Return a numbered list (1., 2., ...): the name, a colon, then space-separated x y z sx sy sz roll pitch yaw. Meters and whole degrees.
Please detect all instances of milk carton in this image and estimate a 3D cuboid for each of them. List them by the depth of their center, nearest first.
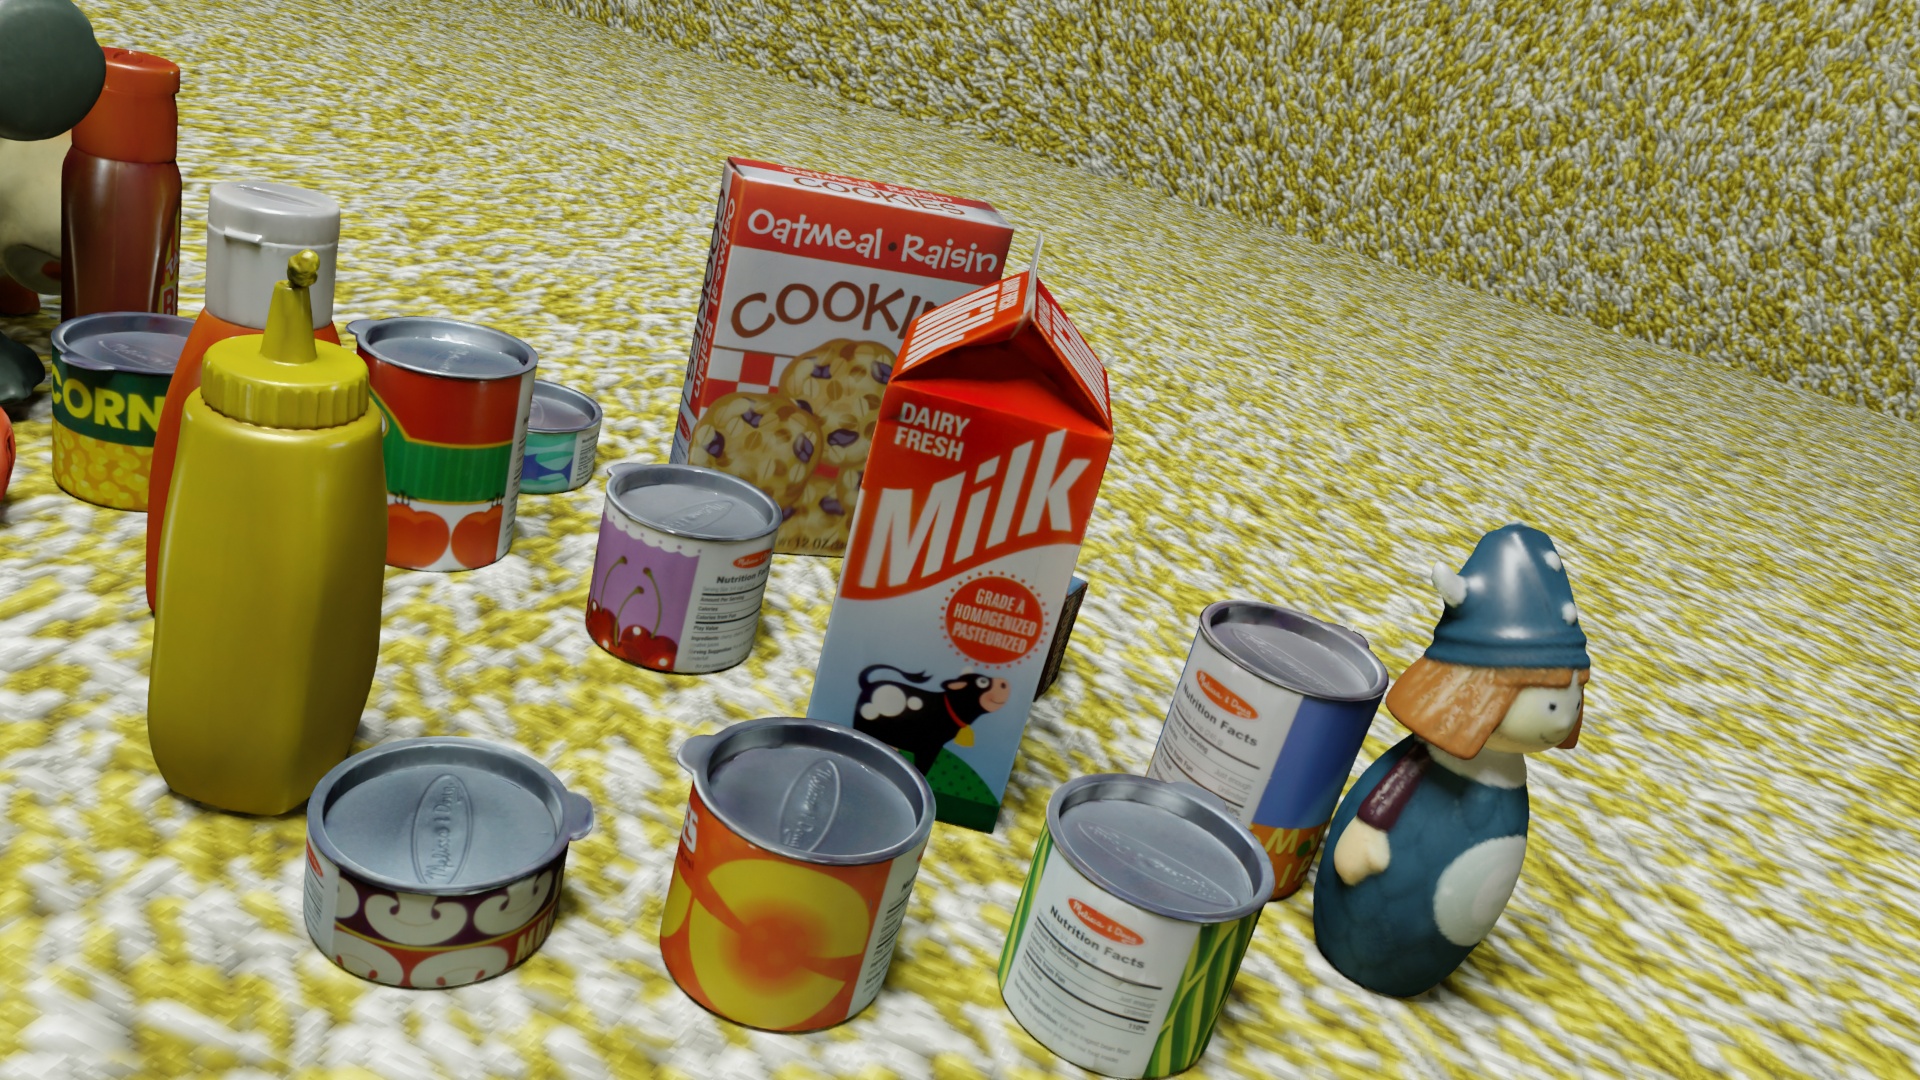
1. milk carton: 0.002 -0.006 0.465 0.073 0.189 0.072 14 22 -2

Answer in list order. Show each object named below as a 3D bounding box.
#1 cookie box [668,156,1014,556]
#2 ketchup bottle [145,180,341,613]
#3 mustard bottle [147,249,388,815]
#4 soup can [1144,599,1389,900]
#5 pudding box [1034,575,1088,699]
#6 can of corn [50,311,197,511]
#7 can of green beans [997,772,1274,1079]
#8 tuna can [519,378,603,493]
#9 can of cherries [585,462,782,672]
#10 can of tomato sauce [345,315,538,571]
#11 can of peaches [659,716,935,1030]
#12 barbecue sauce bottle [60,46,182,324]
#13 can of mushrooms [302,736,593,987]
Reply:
1. cookie box: -0.057 -0.076 0.620 0.123 0.166 0.040 4 24 -25
2. ketchup bottle: -0.227 -0.039 0.451 0.065 0.148 0.044 15 22 -2
3. mustard bottle: -0.187 -0.004 0.380 0.049 0.159 0.065 13 22 -5
4. soup can: 0.105 0.072 0.488 0.071 0.083 0.071 13 22 -5
5. pudding box: 0.005 0.025 0.578 0.084 0.049 0.030 23 23 18
6. can of corn: -0.315 -0.050 0.537 0.071 0.058 0.071 13 22 -5
7. can of green beans: 0.049 0.109 0.399 0.071 0.057 0.071 13 22 -5
8. tuna can: -0.204 -0.050 0.642 0.071 0.032 0.071 13 22 -5
9. can of cherries: -0.108 0.009 0.532 0.071 0.058 0.072 13 22 -5
10. can of tomato sauce: -0.208 -0.039 0.548 0.071 0.082 0.071 13 22 -5
11. can of peaches: -0.048 0.090 0.383 0.071 0.057 0.071 13 22 -5
12. barbecue sauce bottle: -0.347 -0.125 0.575 0.044 0.148 0.065 3 25 -27
13. can of mushrooms: -0.136 0.084 0.371 0.071 0.033 0.071 13 22 -5
